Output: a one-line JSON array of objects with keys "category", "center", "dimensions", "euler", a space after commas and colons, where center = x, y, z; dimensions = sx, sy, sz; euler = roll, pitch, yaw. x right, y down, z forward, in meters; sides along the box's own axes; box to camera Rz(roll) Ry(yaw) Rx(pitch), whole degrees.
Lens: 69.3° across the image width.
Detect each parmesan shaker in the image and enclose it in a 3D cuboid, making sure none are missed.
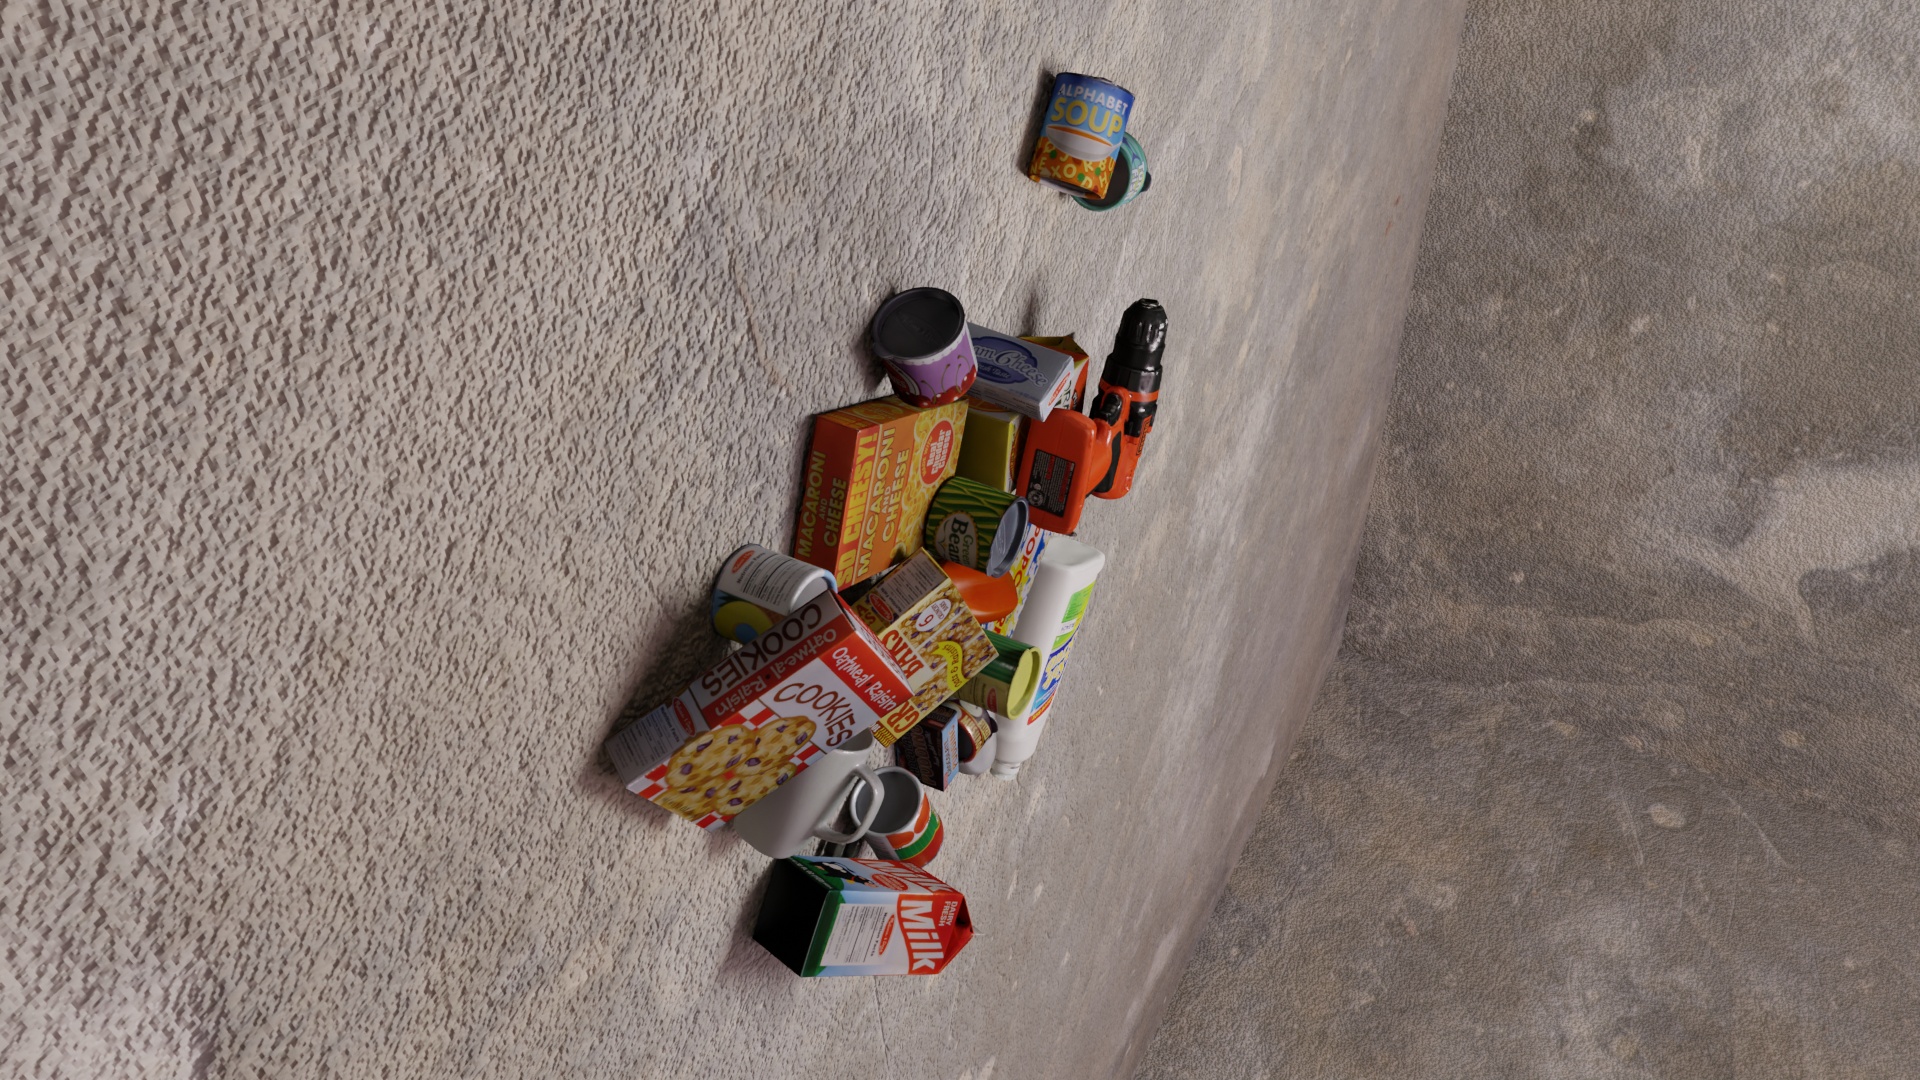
[{"category": "parmesan shaker", "center": [0.010, 0.104, 1.201], "dimensions": [0.072, 0.103, 0.071], "euler": [-48, 148, -43]}]

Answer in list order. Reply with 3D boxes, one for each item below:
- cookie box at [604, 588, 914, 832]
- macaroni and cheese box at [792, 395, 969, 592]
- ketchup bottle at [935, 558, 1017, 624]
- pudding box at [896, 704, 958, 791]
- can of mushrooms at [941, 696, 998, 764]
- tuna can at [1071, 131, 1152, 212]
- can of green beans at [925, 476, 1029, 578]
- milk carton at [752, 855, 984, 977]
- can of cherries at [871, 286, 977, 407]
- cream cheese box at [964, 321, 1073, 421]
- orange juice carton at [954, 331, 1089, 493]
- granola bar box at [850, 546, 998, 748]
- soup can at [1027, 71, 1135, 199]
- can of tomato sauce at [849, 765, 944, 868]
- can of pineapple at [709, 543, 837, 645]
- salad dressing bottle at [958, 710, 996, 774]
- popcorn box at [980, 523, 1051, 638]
[{"category": "cookie box", "center": [-0.123, 0.111, 0.886], "dimensions": [0.167, 0.040, 0.122], "euler": [-34, 151, -1]}, {"category": "macaroni and cheese box", "center": [-0.058, -0.040, 1.019], "dimensions": [0.167, 0.040, 0.123], "euler": [-25, 130, -60]}, {"category": "ketchup bottle", "center": [-0.010, 0.043, 1.169], "dimensions": [0.043, 0.065, 0.149], "euler": [-37, 163, 29]}, {"category": "pudding box", "center": [-0.030, 0.180, 1.236], "dimensions": [0.030, 0.050, 0.083], "euler": [-51, 150, -43]}, {"category": "can of mushrooms", "center": [-0.004, 0.168, 1.258], "dimensions": [0.034, 0.071, 0.070], "euler": [-46, 147, -42]}, {"category": "tuna can", "center": [0.125, -0.314, 1.182], "dimensions": [0.033, 0.071, 0.070], "euler": [-37, 140, -51]}, {"category": "can of green beans", "center": [0.013, -0.011, 1.076], "dimensions": [0.071, 0.058, 0.071], "euler": [-51, 152, -42]}, {"category": "milk carton", "center": [-0.067, 0.308, 1.137], "dimensions": [0.190, 0.072, 0.073], "euler": [16, 92, -43]}, {"category": "can of cherries", "center": [-0.027, -0.135, 0.988], "dimensions": [0.072, 0.071, 0.058], "euler": [-60, 156, -24]}, {"category": "cream cheese box", "center": [0.029, -0.131, 1.062], "dimensions": [0.053, 0.104, 0.024], "euler": [-57, 157, -28]}, {"category": "orange juice carton", "center": [0.051, -0.113, 1.166], "dimensions": [0.194, 0.073, 0.071], "euler": [-42, 144, -50]}, {"category": "granola bar box", "center": [-0.046, 0.087, 1.086], "dimensions": [0.124, 0.039, 0.165], "euler": [-40, 151, -5]}, {"category": "soup can", "center": [0.097, -0.324, 1.113], "dimensions": [0.071, 0.071, 0.083], "euler": [2, 106, -66]}, {"category": "can of tomato sauce", "center": [-0.054, 0.241, 1.207], "dimensions": [0.071, 0.071, 0.082], "euler": [-60, 154, -25]}, {"category": "can of pineapple", "center": [-0.122, 0.043, 0.915], "dimensions": [0.071, 0.058, 0.070], "euler": [-48, 148, -44]}, {"category": "salad dressing bottle", "center": [0.007, 0.159, 1.312], "dimensions": [0.064, 0.044, 0.146], "euler": [-55, 151, -41]}, {"category": "popcorn box", "center": [0.036, 0.034, 1.286], "dimensions": [0.127, 0.038, 0.085], "euler": [-68, 157, -7]}]
